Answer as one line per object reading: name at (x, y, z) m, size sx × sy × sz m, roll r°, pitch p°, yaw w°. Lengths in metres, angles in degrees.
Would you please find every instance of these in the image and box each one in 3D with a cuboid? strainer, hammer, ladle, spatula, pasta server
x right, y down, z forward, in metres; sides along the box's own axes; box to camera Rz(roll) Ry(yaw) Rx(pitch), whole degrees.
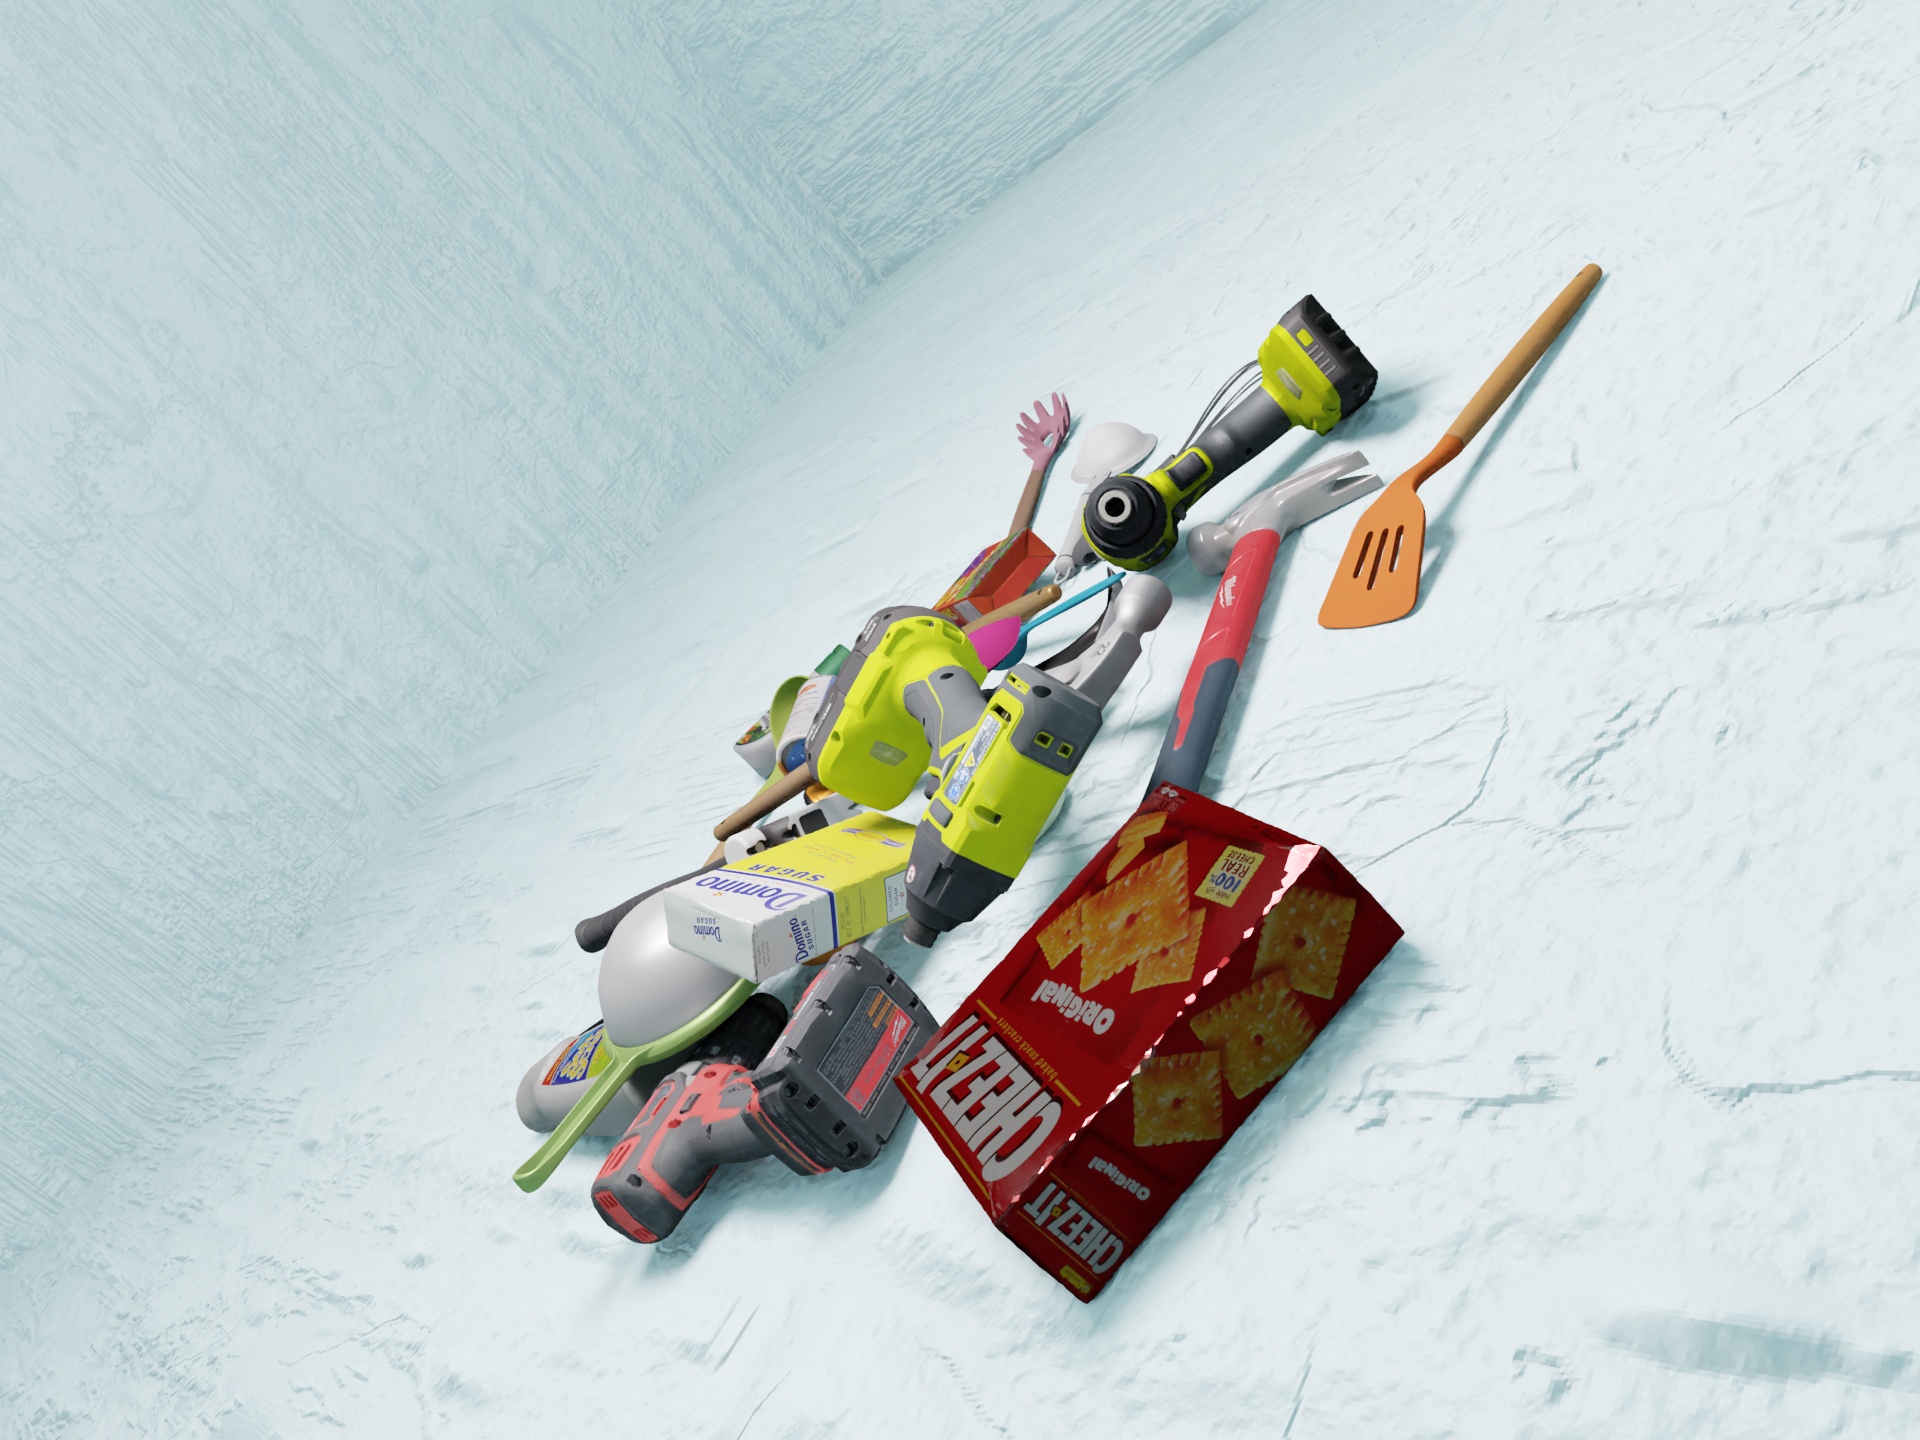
strainer at (0.118, -0.204, 1.417) m, size 0.087 × 0.050 × 0.259 m, roll -13°, pitch 37°, yaw 31°
hammer at (0.164, -0.028, 0.968) m, size 0.143 × 0.038 × 0.387 m, roll -25°, pitch 27°, yaw 39°
hammer at (-0.214, 0.132, 1.300) m, size 0.335 × 0.035 × 0.146 m, roll -28°, pitch -4°, yaw 42°
hammer at (-0.002, -0.004, 1.251) m, size 0.337 × 0.034 × 0.127 m, roll -30°, pitch 25°, yaw 35°
hammer at (-0.015, 0.000, 1.157) m, size 0.405 × 0.035 × 0.144 m, roll -18°, pitch 32°, yaw 53°
strainer at (-0.220, 0.187, 1.037) m, size 0.151 × 0.069 × 0.256 m, roll -15°, pitch 28°, yaw 42°
ladle at (-0.206, 0.091, 1.430) m, size 0.078 × 0.062 × 0.320 m, roll 6°, pitch 53°, yaw 41°
spatula at (0.323, -0.180, 0.990) m, size 0.323 × 0.041 × 0.081 m, roll -48°, pitch 19°, yaw -22°
pasta server at (0.068, -0.237, 1.582) m, size 0.060 × 0.040 × 0.316 m, roll -20°, pitch 30°, yaw 27°

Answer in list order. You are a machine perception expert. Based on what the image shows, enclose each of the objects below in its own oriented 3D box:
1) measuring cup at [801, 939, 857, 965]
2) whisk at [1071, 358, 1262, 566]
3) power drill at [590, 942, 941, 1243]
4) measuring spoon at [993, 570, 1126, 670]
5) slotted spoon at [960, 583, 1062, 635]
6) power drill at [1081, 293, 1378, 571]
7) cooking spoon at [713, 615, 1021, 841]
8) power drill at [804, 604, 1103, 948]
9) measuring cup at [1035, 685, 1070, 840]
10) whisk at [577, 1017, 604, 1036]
measuring cup at (-0.124, 0.164, 1.123) m, size 0.174 × 0.052 × 0.095 m, roll -51°, pitch 22°, yaw -17°
whisk at (0.180, -0.207, 1.295) m, size 0.239 × 0.055 × 0.055 m, roll -42°, pitch 19°, yaw 21°
power drill at (-0.114, 0.215, 0.969) m, size 0.226 × 0.080 × 0.188 m, roll -33°, pitch 15°, yaw 40°
measuring spoon at (0.071, -0.070, 1.175) m, size 0.128 × 0.021 × 0.042 m, roll -30°, pitch 13°, yaw 15°
slotted spoon at (-0.003, -0.064, 1.336) m, size 0.314 × 0.031 × 0.070 m, roll -23°, pitch 41°, yaw 58°
power drill at (0.182, -0.195, 1.137) m, size 0.228 × 0.080 × 0.190 m, roll -39°, pitch -6°, yaw 9°
cooking spoon at (-0.074, 0.014, 1.163) m, size 0.319 × 0.017 × 0.069 m, roll -33°, pitch 27°, yaw 30°
power drill at (-0.015, 0.026, 0.974) m, size 0.171 × 0.080 × 0.223 m, roll -60°, pitch 28°, yaw 7°
measuring cup at (0.059, 0.025, 1.069) m, size 0.168 × 0.038 × 0.083 m, roll -52°, pitch 20°, yaw -27°
whisk at (-0.236, 0.213, 1.244) m, size 0.295 × 0.073 × 0.073 m, roll -39°, pitch 19°, yaw 33°
